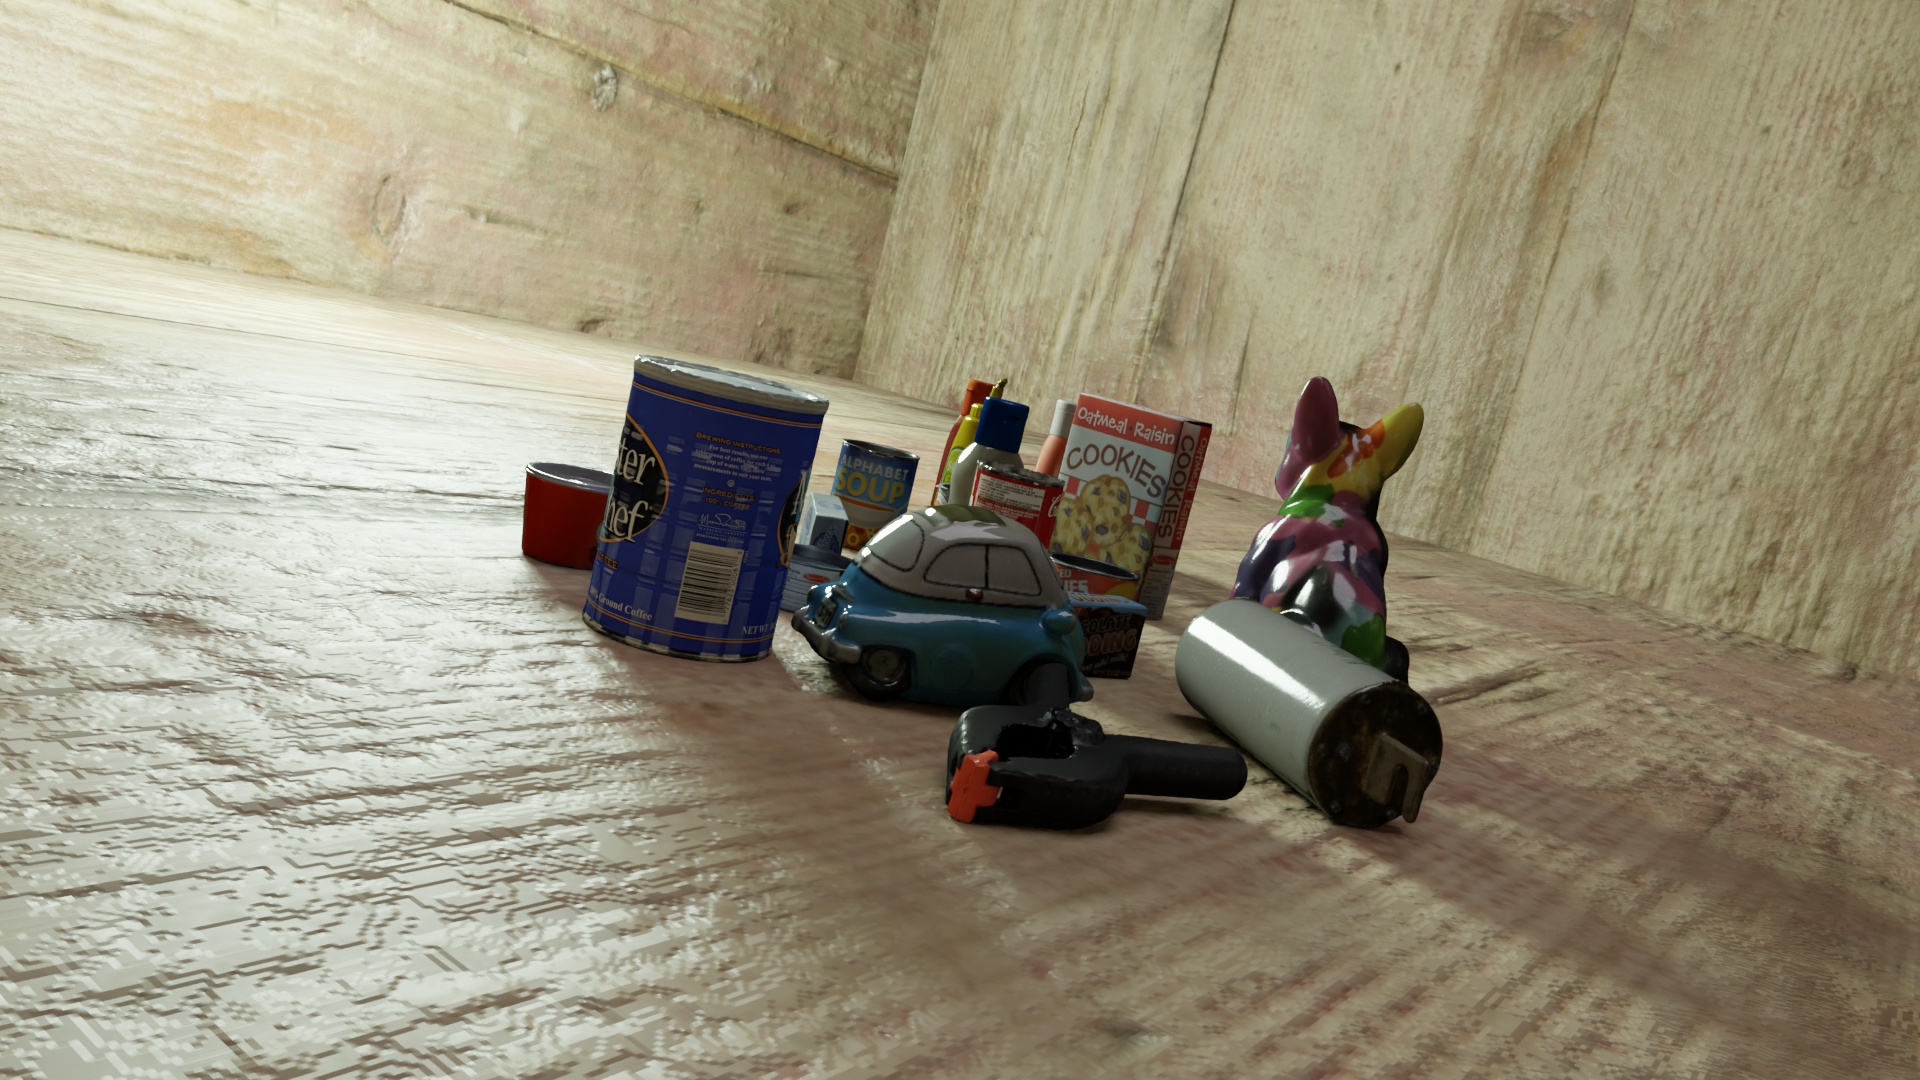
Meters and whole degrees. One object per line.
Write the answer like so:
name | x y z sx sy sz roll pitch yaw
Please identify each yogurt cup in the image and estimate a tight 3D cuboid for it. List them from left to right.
yogurt cup | -0.235 -0.015 0.848 0.072 0.054 0.072 13 8 -2

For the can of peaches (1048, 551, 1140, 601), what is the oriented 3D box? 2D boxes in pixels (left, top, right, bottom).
can of peaches | 0.083 0.044 0.959 0.071 0.058 0.071 13 8 -2

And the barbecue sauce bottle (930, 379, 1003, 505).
barbecue sauce bottle | 0.009 -0.087 1.406 0.044 0.148 0.065 9 9 -33

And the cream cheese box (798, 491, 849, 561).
cream cheese box | -0.098 0.000 0.972 0.024 0.053 0.104 12 8 -11

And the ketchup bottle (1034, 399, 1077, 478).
ketchup bottle | 0.102 -0.070 1.443 0.043 0.148 0.065 18 9 29

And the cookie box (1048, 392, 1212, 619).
cookie box | 0.135 -0.031 1.168 0.040 0.167 0.123 7 10 -42

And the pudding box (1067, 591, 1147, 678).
pudding box | 0.075 0.058 0.877 0.084 0.049 0.030 7 10 -37

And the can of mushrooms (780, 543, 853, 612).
can of mushrooms | -0.097 0.024 0.883 0.071 0.033 0.071 13 8 -2

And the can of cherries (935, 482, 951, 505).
can of cherries | 0.004 -0.015 1.228 0.071 0.058 0.071 13 8 -2

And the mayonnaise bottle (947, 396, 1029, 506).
mayonnaise bottle | 0.019 -0.037 1.086 0.065 0.147 0.041 9 9 -32

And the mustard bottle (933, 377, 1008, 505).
mustard bottle | 0.018 -0.078 1.315 0.049 0.160 0.065 8 10 -39

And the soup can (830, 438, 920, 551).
soup can | -0.075 -0.036 1.148 0.071 0.083 0.071 13 8 -2
